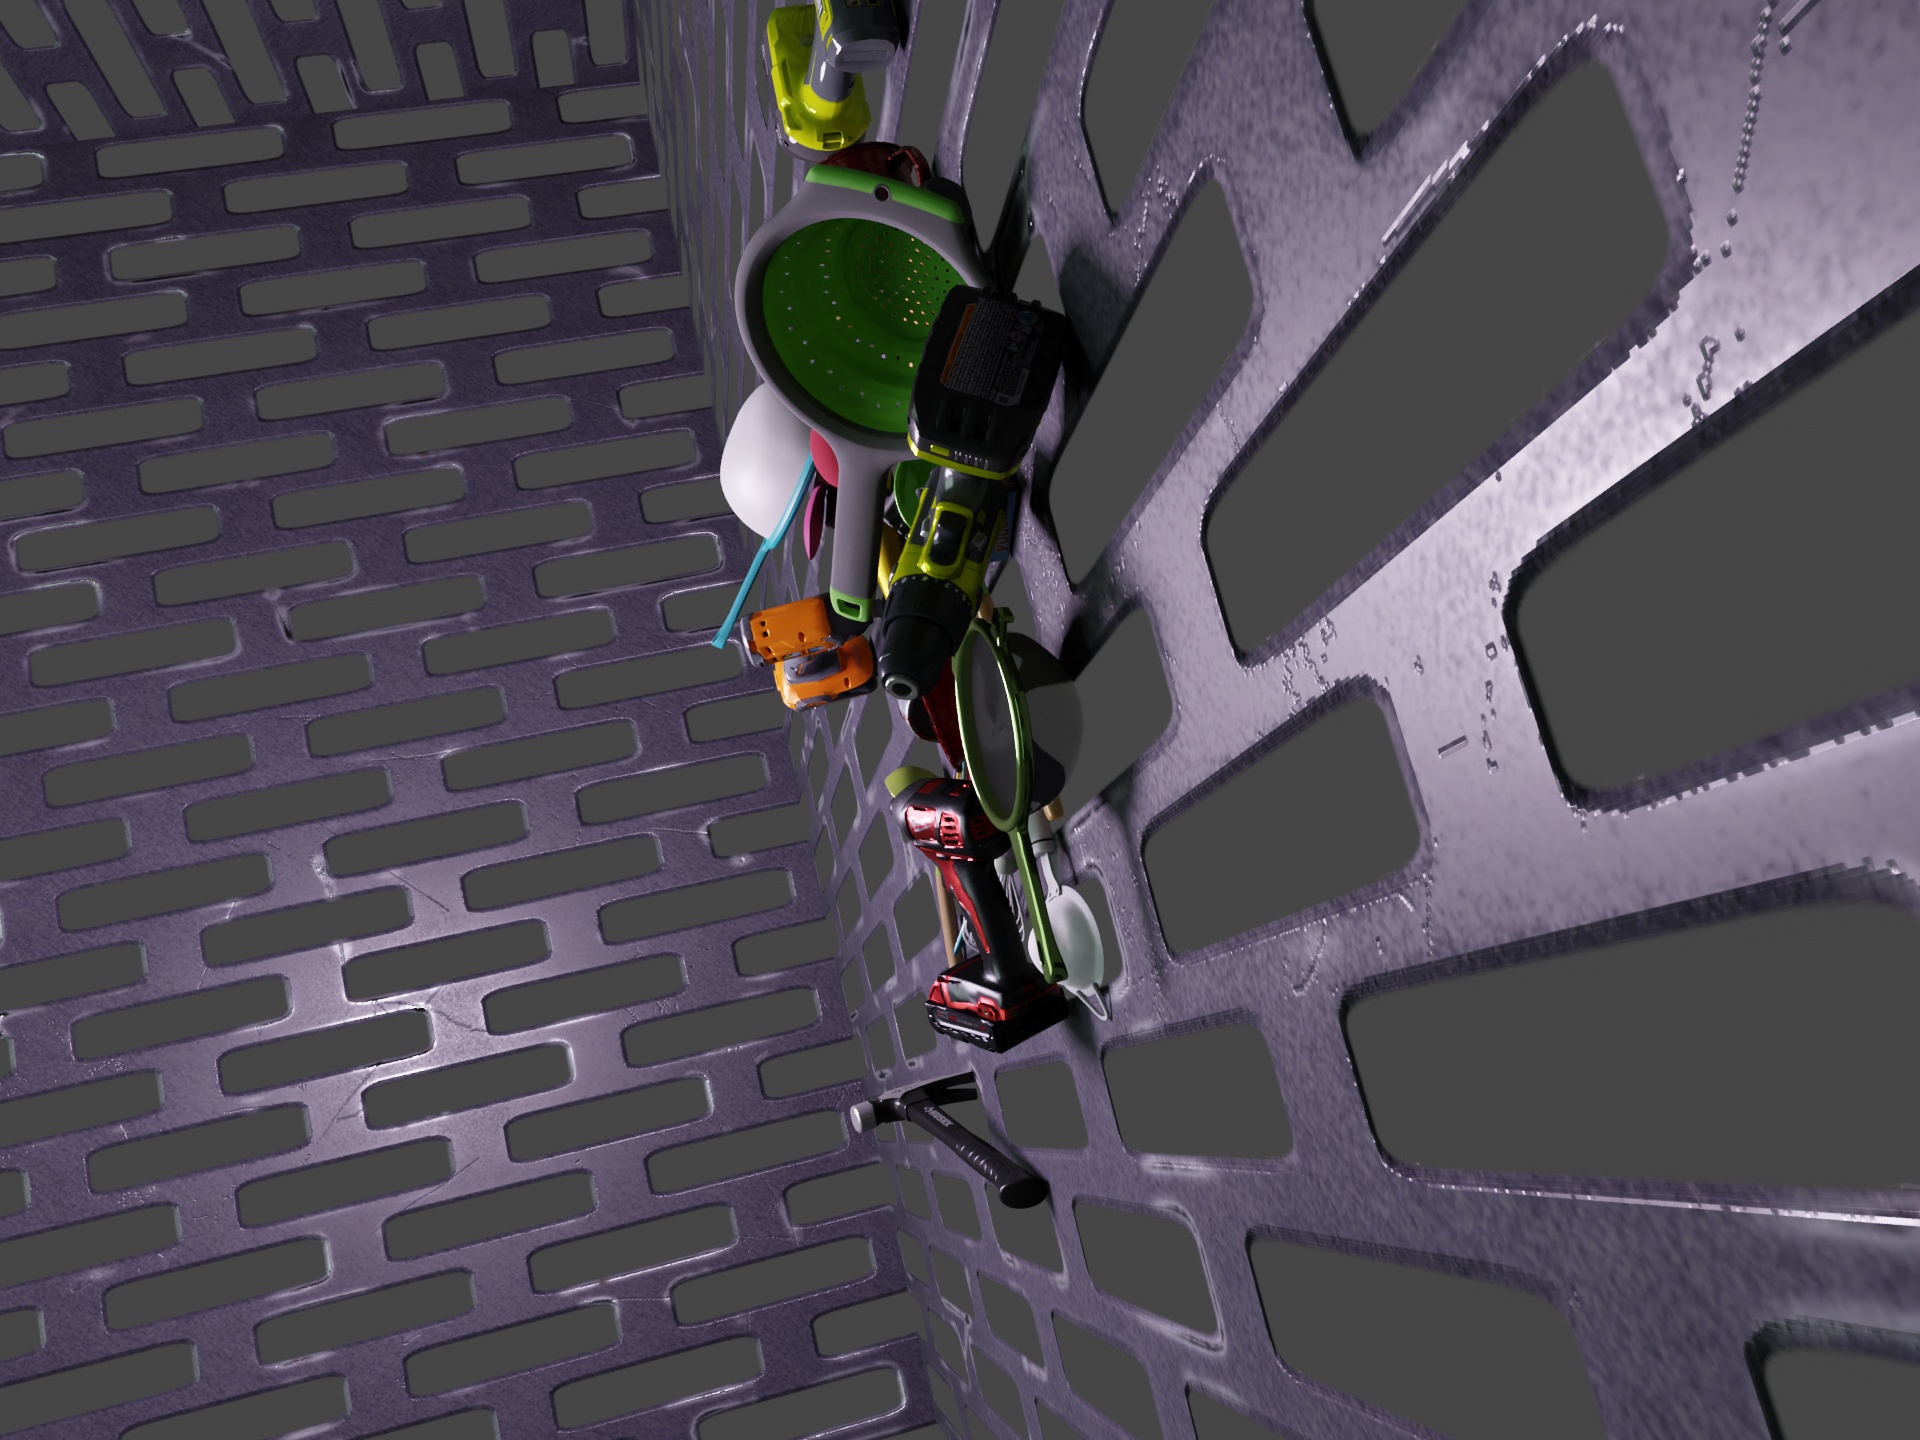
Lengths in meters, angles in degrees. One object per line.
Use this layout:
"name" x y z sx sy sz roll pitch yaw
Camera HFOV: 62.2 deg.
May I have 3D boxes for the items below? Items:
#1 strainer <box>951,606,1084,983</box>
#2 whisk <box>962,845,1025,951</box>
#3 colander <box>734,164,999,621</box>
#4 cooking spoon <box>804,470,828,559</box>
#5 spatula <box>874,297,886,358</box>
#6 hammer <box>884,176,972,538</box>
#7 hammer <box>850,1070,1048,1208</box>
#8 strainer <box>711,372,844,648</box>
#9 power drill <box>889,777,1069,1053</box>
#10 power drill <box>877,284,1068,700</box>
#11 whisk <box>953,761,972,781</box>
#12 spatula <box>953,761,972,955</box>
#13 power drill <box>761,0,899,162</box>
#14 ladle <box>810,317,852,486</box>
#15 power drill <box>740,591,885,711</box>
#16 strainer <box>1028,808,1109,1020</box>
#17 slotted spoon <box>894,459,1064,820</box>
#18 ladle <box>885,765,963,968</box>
"strainer" 0.060 0.049 1.101 0.151 0.069 0.256 136 121 -73
"whisk" 0.037 0.128 1.359 0.246 0.058 0.059 97 -171 -46
"colander" -0.056 -0.239 1.176 0.396 0.204 0.095 100 -168 -48
"cooking spoon" -0.149 -0.263 1.721 0.319 0.017 0.068 -87 1 -57
"spatula" -0.069 -0.342 1.369 0.316 0.018 0.059 -105 1 -82
"hammer" -0.036 -0.277 1.250 0.127 0.034 0.336 39 147 21
"hammer" 0.006 0.447 1.694 0.335 0.146 0.035 9 111 66
"strainer" -0.236 -0.248 1.774 0.340 0.095 0.211 -64 14 11
"power drill" 0.005 0.152 1.316 0.143 0.078 0.219 4 112 55
"power drill" -0.003 -0.139 1.014 0.228 0.080 0.191 105 -179 -53
"whisk" 0.014 0.009 1.385 0.047 0.051 0.245 5 103 56
"spatula" -0.005 0.057 1.431 0.082 0.044 0.317 -46 -52 -60
"power drill" -0.108 -0.577 1.303 0.223 0.080 0.171 145 115 -74
"ladle" -0.097 -0.350 1.358 0.069 0.031 0.315 137 140 -72
"power drill" -0.159 -0.087 1.882 0.226 0.164 0.084 73 -178 -74
"strainer" 0.063 0.106 1.224 0.087 0.050 0.259 135 128 -58
"slotted spoon" 0.022 -0.071 1.232 0.031 0.070 0.314 40 -149 -77
"ladle" -0.028 0.189 1.708 0.078 0.062 0.320 -116 16 -60
